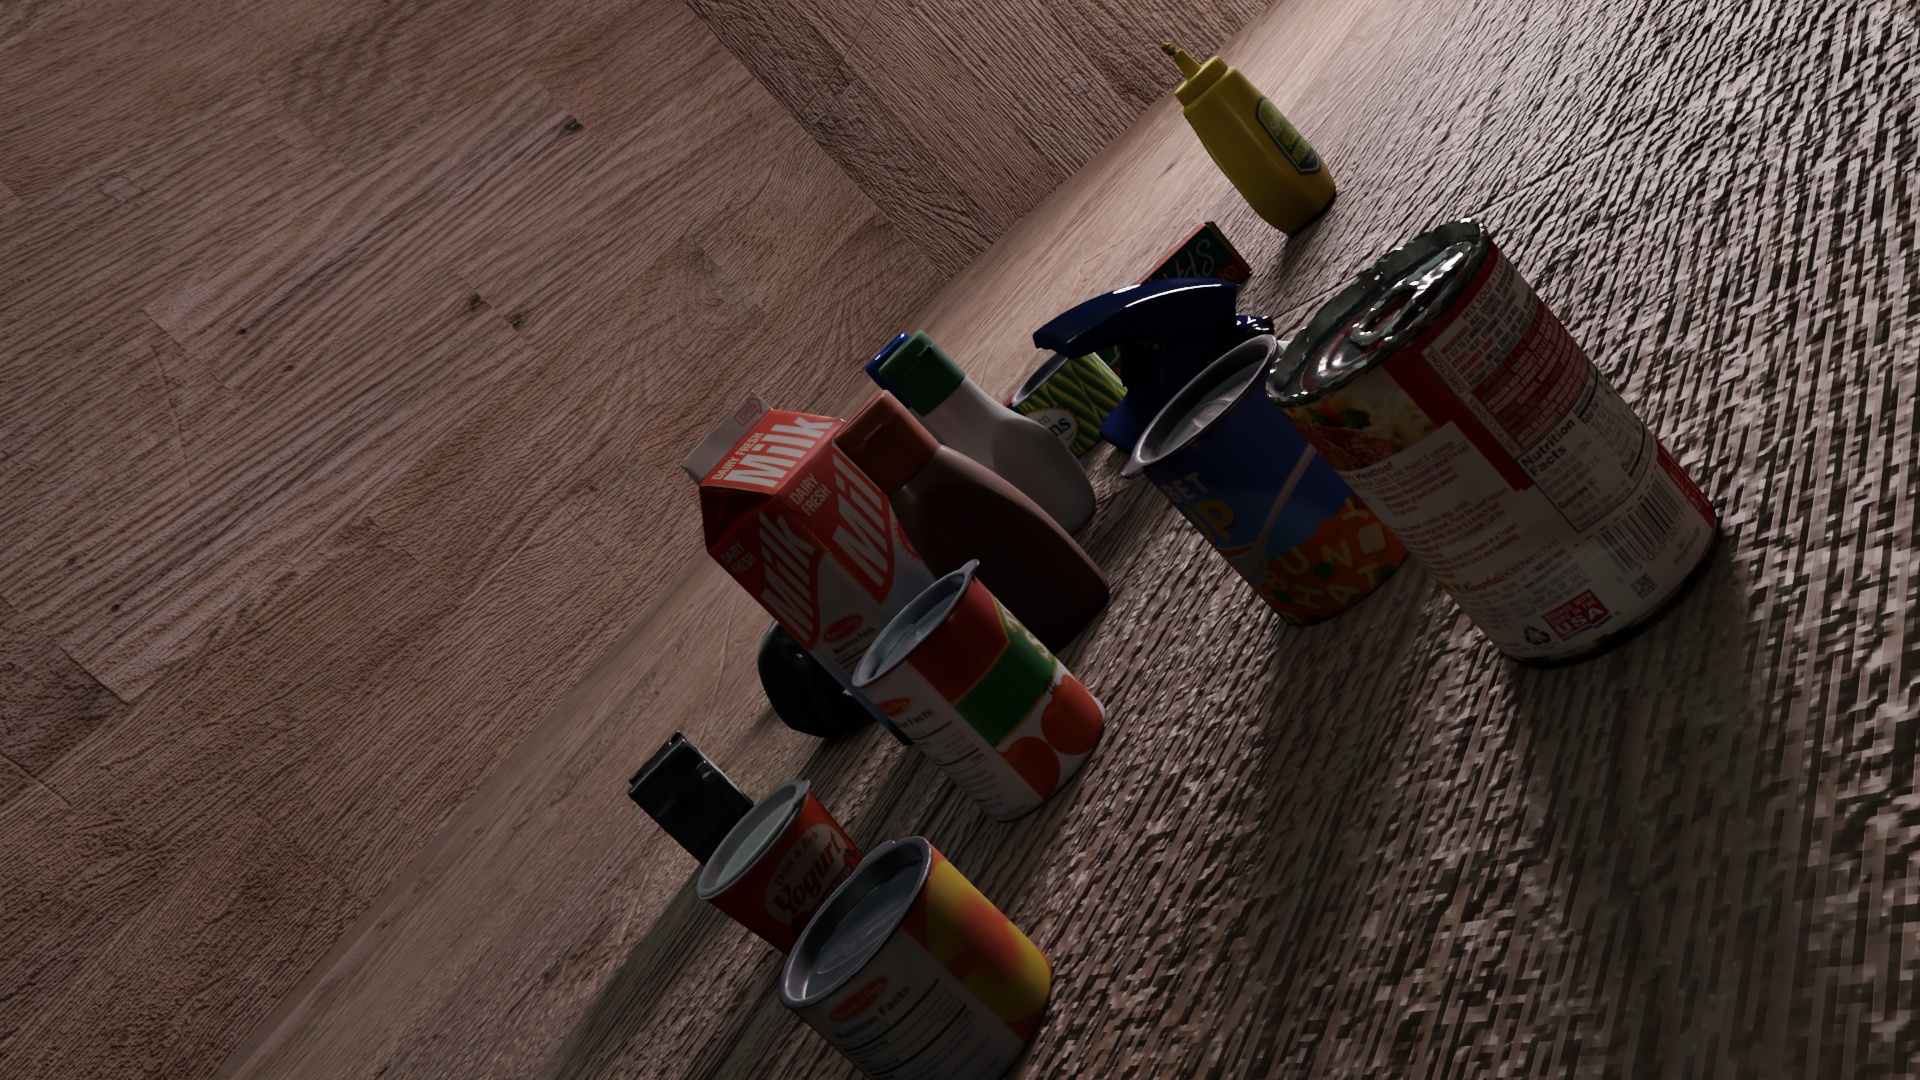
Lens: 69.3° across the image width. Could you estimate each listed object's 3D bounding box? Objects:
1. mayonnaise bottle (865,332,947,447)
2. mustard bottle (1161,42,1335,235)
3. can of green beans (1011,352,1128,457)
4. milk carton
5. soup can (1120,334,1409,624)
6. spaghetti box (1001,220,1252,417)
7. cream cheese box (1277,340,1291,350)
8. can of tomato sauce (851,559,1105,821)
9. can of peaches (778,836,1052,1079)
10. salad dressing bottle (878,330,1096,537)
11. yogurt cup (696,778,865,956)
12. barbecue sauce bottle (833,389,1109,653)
[{"bbox_3d":[0.001,-0.071,0.909,0.041,0.148,0.065,-36,14,37],"label":"mayonnaise bottle"},{"bbox_3d":[0.197,-0.290,0.978,0.048,0.160,0.066,-35,14,40],"label":"mustard bottle"},{"bbox_3d":[0.079,-0.098,0.968,0.071,0.058,0.071,-42,11,11],"label":"can of green beans"},{"bbox_3d":[-0.059,0.009,0.721,0.073,0.190,0.073,-34,15,45],"label":"milk carton"},{"bbox_3d":[0.111,-0.019,0.497,0.071,0.083,0.071,-42,11,11],"label":"soup can"},{"bbox_3d":[0.103,-0.132,1.022,0.249,0.050,0.029,-42,11,12],"label":"spaghetti box"},{"bbox_3d":[0.151,-0.052,0.555,0.024,0.053,0.104,-44,11,2],"label":"cream cheese box"},{"bbox_3d":[0.009,0.062,0.567,0.071,0.083,0.071,-42,11,11],"label":"can of tomato sauce"},{"bbox_3d":[-0.013,0.136,0.440,0.071,0.058,0.071,-42,11,11],"label":"can of peaches"},{"bbox_3d":[0.015,-0.060,0.819,0.064,0.147,0.044,-50,12,-27],"label":"salad dressing bottle"},{"bbox_3d":[-0.077,0.150,0.627,0.072,0.054,0.072,-42,11,11],"label":"yogurt cup"},{"bbox_3d":[0.002,-0.008,0.677,0.065,0.148,0.044,-44,11,5],"label":"barbecue sauce bottle"}]
